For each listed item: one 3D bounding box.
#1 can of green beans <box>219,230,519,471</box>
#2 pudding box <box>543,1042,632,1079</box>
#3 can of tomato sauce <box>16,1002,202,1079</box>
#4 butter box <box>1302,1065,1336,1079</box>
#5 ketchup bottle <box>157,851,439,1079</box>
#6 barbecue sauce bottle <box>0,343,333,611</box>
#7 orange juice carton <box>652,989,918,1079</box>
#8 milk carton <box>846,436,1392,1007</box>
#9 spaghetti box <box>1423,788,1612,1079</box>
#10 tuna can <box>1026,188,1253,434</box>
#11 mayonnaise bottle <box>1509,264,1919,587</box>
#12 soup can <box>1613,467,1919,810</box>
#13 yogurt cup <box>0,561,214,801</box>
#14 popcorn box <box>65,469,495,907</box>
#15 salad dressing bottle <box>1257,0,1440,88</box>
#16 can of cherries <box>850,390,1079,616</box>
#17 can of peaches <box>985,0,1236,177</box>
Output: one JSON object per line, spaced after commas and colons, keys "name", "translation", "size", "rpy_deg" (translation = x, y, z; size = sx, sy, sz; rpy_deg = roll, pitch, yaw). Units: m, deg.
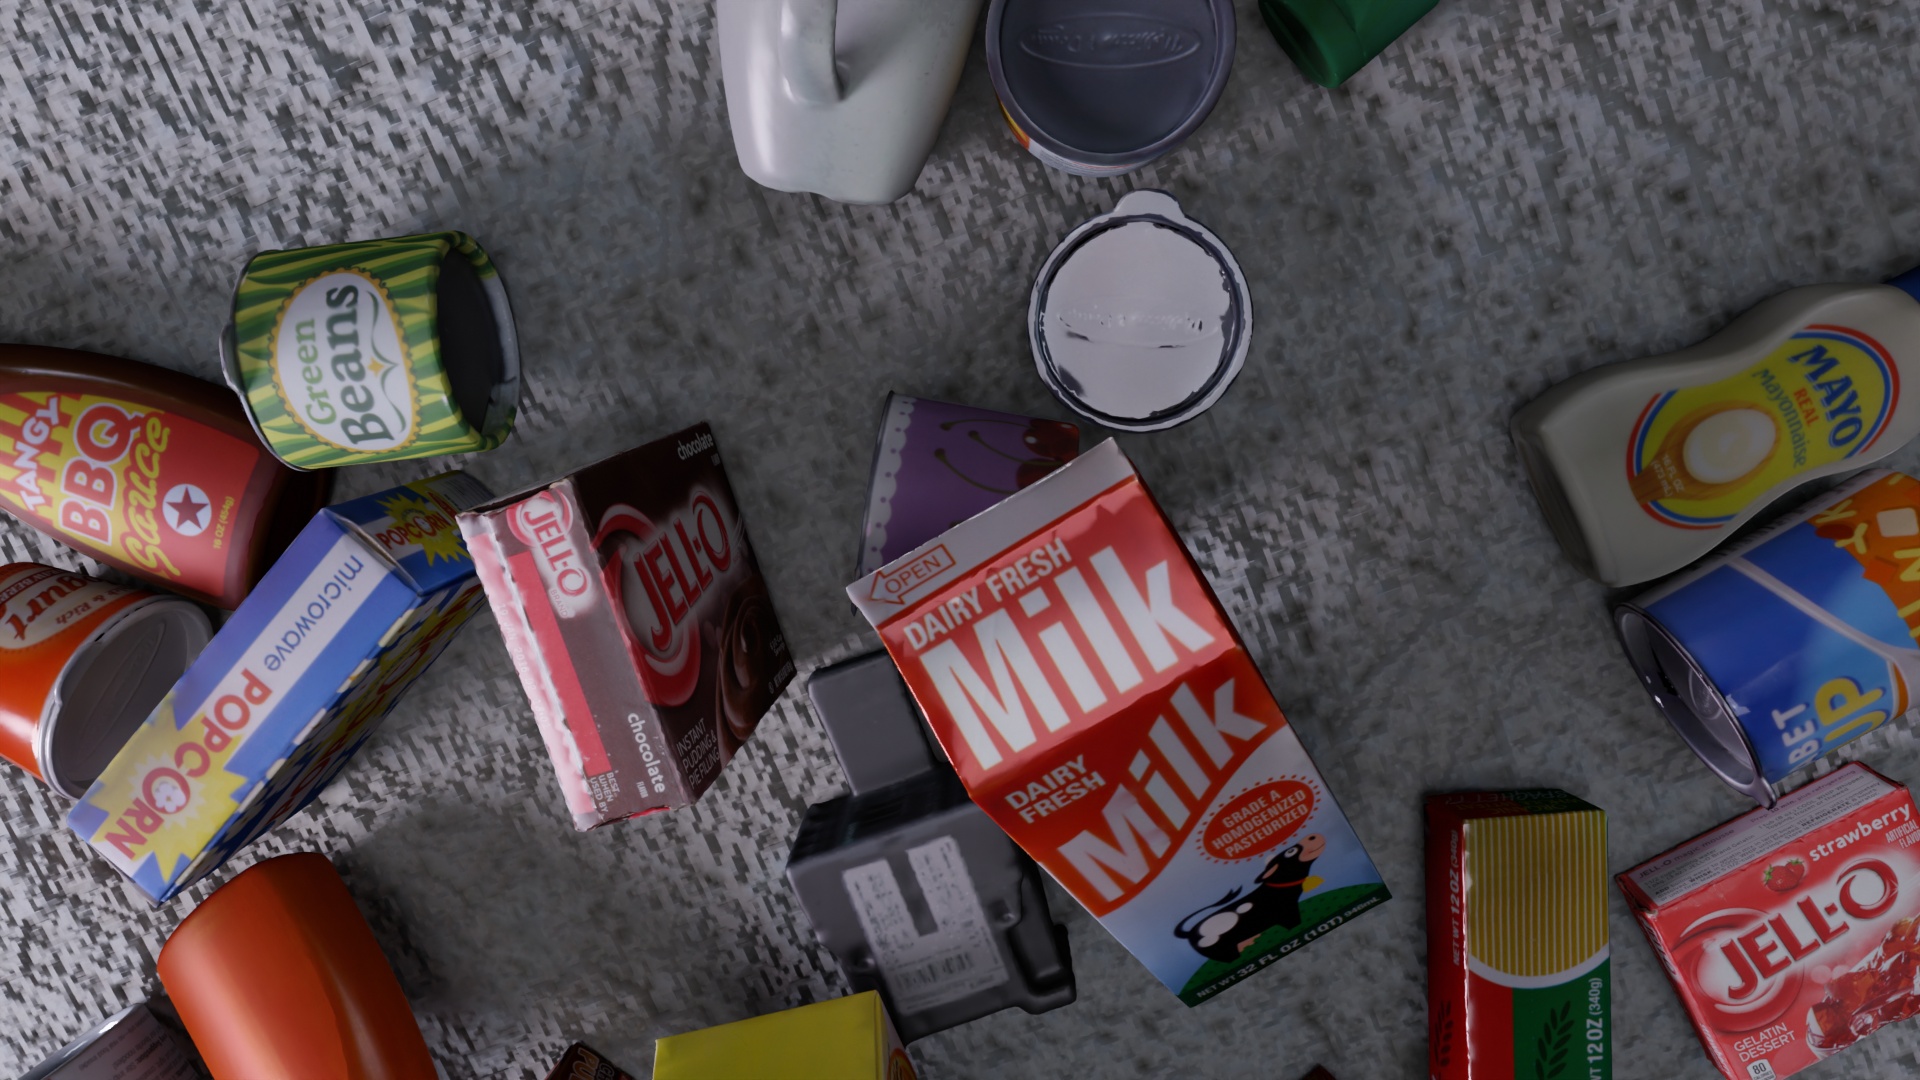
{"name": "can of green beans", "translation": [-0.170, -0.056, 0.412], "size": [0.058, 0.071, 0.071], "rpy_deg": [-6, 100, 3]}
{"name": "pudding box", "translation": [-0.148, 0.220, 0.469], "size": [0.030, 0.050, 0.083], "rpy_deg": [35, 100, -6]}
{"name": "can of tomato sauce", "translation": [-0.282, 0.210, 0.464], "size": [0.071, 0.071, 0.083], "rpy_deg": [-32, 97, 7]}
{"name": "butter box", "translation": [0.141, 0.235, 0.475], "size": [0.053, 0.024, 0.103], "rpy_deg": [-43, 96, 8]}
{"name": "ketchup bottle", "translation": [-0.195, 0.175, 0.439], "size": [0.064, 0.043, 0.149], "rpy_deg": [-43, 73, 13]}
{"name": "barbecue sauce bottle", "translation": [-0.277, -0.031, 0.431], "size": [0.148, 0.044, 0.064], "rpy_deg": [21, 102, -2]}
{"name": "orange juice carton", "translation": [-0.033, 0.235, 0.438], "size": [0.072, 0.073, 0.191], "rpy_deg": [-14, 125, 4]}
{"name": "milk carton", "translation": [0.046, 0.047, 0.371], "size": [0.072, 0.074, 0.190], "rpy_deg": [-31, 135, 7]}
{"name": "spaghetti box", "translation": [0.180, 0.207, 0.447], "size": [0.050, 0.028, 0.249], "rpy_deg": [-2, 92, -7]}
{"name": "tuna can", "translation": [0.053, -0.069, 0.419], "size": [0.071, 0.033, 0.071], "rpy_deg": [0, 100, 2]}
{"name": "mayonnaise bottle", "translation": [0.246, -0.043, 0.412], "size": [0.148, 0.041, 0.064], "rpy_deg": [-26, 97, 7]}
{"name": "soup can", "translation": [0.253, 0.029, 0.411], "size": [0.084, 0.071, 0.071], "rpy_deg": [-31, 98, 7]}
{"name": "yogurt cup", "translation": [-0.280, 0.041, 0.435], "size": [0.054, 0.072, 0.072], "rpy_deg": [20, 101, 6]}
{"name": "popcorn box", "translation": [-0.194, 0.039, 0.420], "size": [0.038, 0.085, 0.126], "rpy_deg": [42, 100, -5]}
{"name": "salad dressing bottle", "translation": [0.152, -0.189, 0.388], "size": [0.147, 0.044, 0.064], "rpy_deg": [-39, 98, 8]}
{"name": "can of cherries", "translation": [0.001, -0.005, 0.414], "size": [0.058, 0.071, 0.071], "rpy_deg": [10, 101, -1]}
{"name": "can of peaches", "translation": [0.041, -0.140, 0.394], "size": [0.071, 0.058, 0.071], "rpy_deg": [0, 100, 3]}
